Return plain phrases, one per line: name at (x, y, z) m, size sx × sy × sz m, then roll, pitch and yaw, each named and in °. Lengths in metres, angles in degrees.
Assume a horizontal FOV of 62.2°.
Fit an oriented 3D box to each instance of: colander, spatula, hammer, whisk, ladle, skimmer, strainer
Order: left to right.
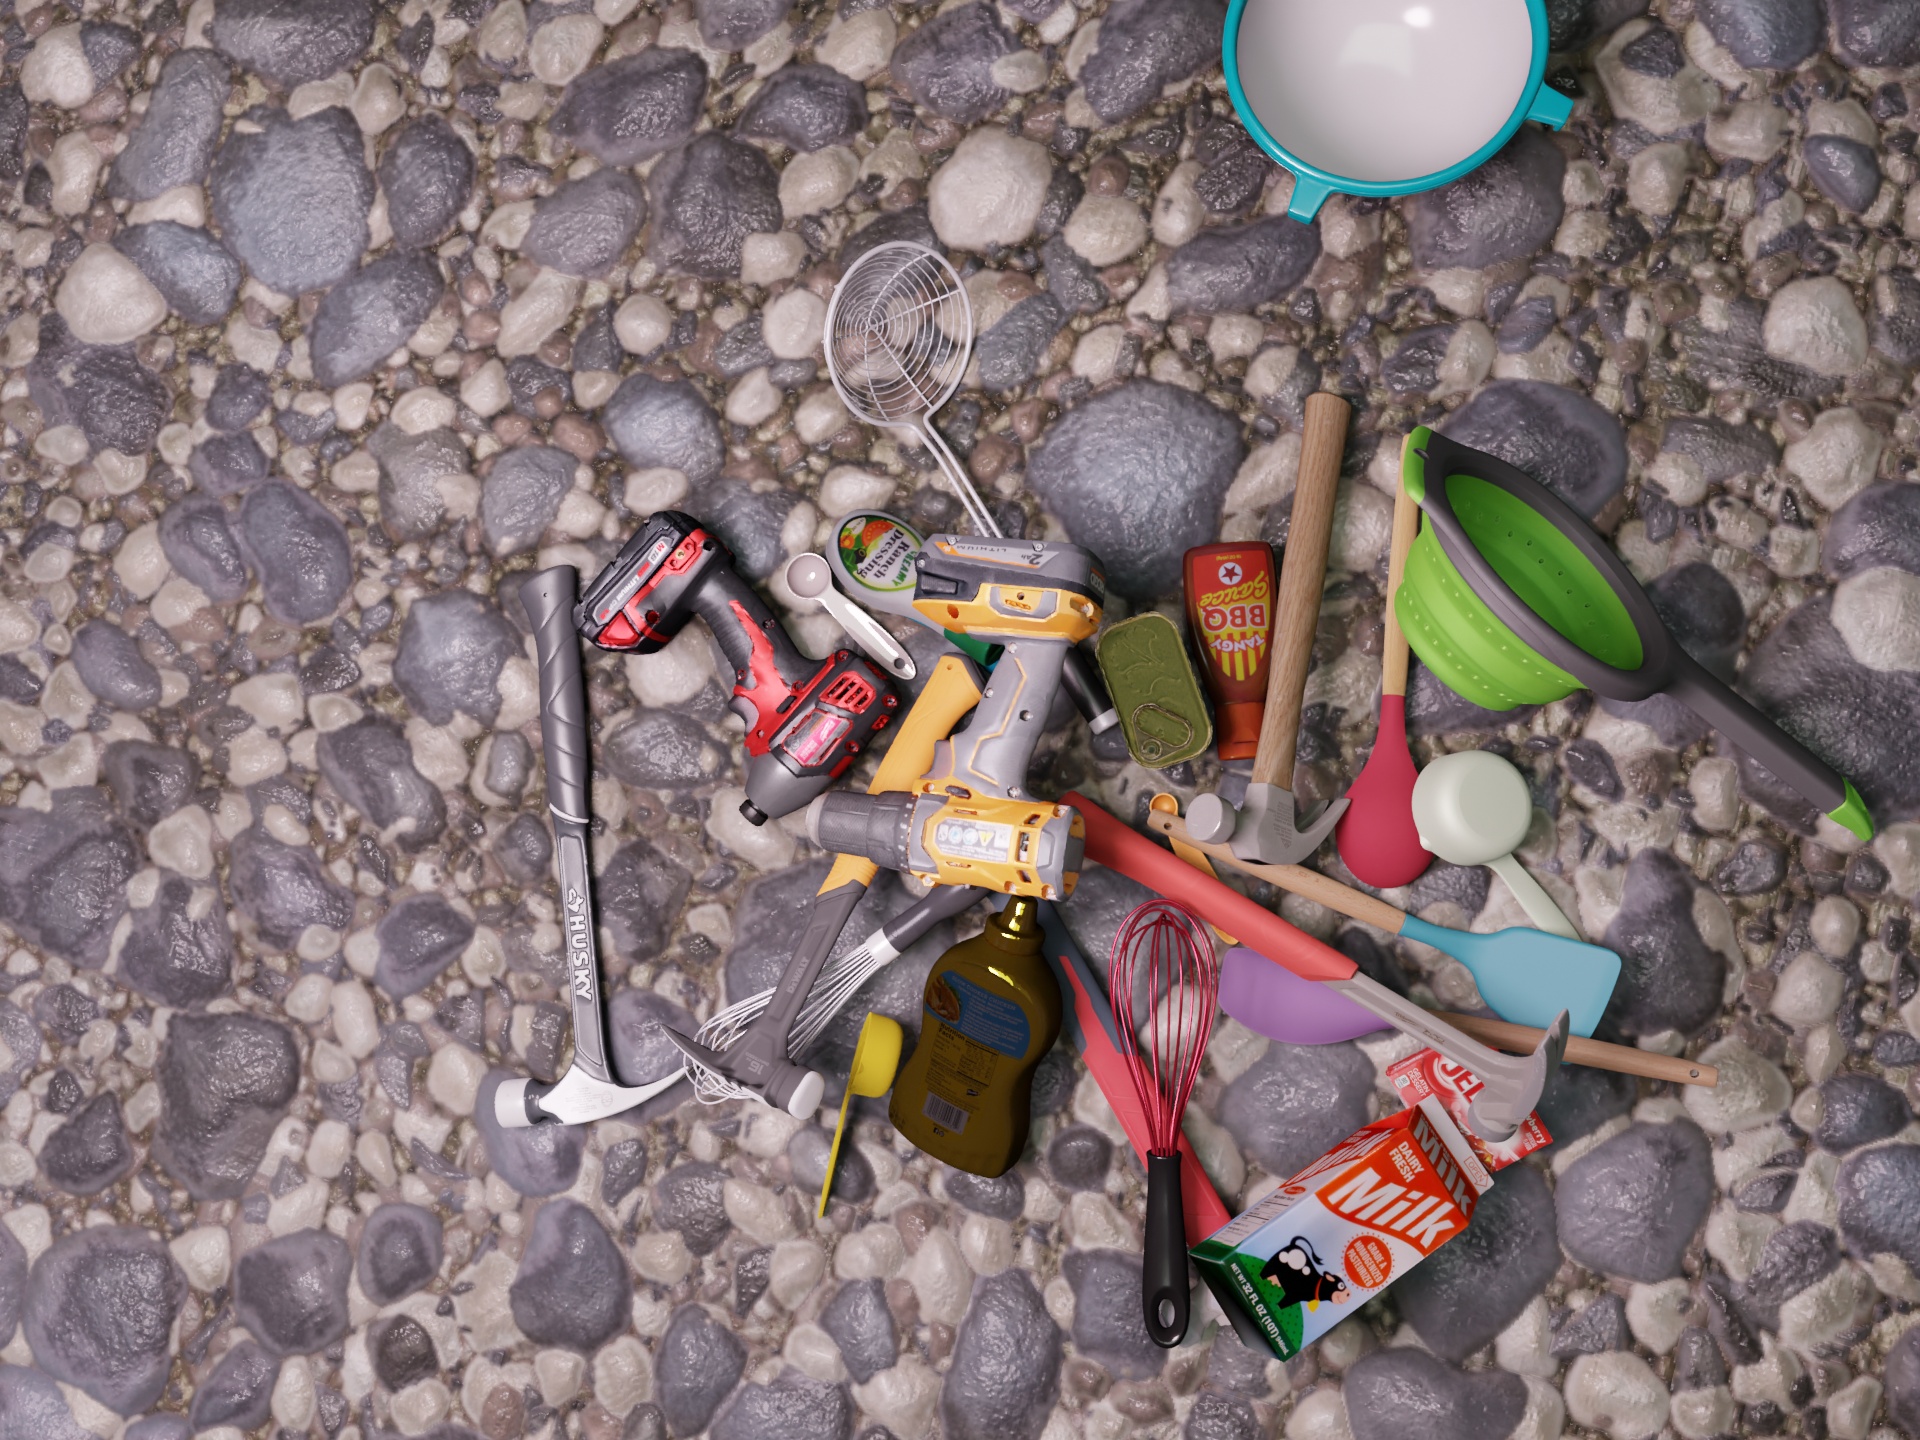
hammer at (-0.282, 0.088, 1.170) m, size 0.149 × 0.036 × 0.409 m, roll -7°, pitch 85°, yaw 7°
whisk at (-0.078, 0.176, 1.104) m, size 0.284 × 0.070 × 0.070 m, roll -38°, pitch 81°, yaw 10°
hammer at (-0.077, 0.098, 1.096) m, size 0.127 × 0.034 × 0.337 m, roll 18°, pitch 71°, yaw 33°
skimmer at (0.023, -0.159, 1.112) m, size 0.127 × 0.090 × 0.363 m, roll -28°, pitch 84°, yaw -29°
hammer at (0.117, 0.223, 1.096) m, size 0.143 × 0.038 × 0.386 m, roll -30°, pitch 82°, yaw 4°
whisk at (0.134, 0.265, 1.045) m, size 0.073 × 0.073 × 0.296 m, roll -1°, pitch 91°, yaw 9°
hammer at (0.210, 0.140, 1.029) m, size 0.359 × 0.149 × 0.037 m, roll 31°, pitch 61°, yaw 24°
hammer at (0.229, -0.064, 1.076) m, size 0.031 × 0.130 × 0.331 m, roll -3°, pitch 71°, yaw 49°
strainer at (0.263, -0.503, 1.099) m, size 0.211 × 0.095 × 0.340 m, roll -20°, pitch 81°, yaw 4°
spatula at (0.274, 0.128, 1.072) m, size 0.317 × 0.044 × 0.082 m, roll 23°, pitch 102°, yaw 8°
ladle at (0.301, -0.042, 1.094) m, size 0.069 × 0.031 × 0.315 m, roll 4°, pitch 85°, yaw 11°
spatula at (0.325, 0.203, 1.048) m, size 0.316 × 0.018 × 0.060 m, roll 7°, pitch 86°, yaw 22°
colander at (0.417, -0.026, 1.039) m, size 0.397 × 0.205 × 0.094 m, roll 36°, pitch 127°, yaw -6°

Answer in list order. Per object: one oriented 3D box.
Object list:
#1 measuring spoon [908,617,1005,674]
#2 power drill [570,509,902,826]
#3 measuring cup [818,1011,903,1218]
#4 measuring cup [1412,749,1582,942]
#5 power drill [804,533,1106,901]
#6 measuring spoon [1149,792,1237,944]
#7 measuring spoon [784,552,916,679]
measuring spoon at (-0.008, -0.071, 1.144) m, size 0.128 × 0.021 × 0.042 m, roll 26°, pitch 90°, yaw 10°
power drill at (-0.164, -0.035, 1.142) m, size 0.220 × 0.078 × 0.143 m, roll 41°, pitch 93°, yaw 7°
measuring cup at (-0.071, 0.282, 1.121) m, size 0.029 × 0.062 × 0.156 m, roll 14°, pitch 100°, yaw -5°
measuring cup at (0.371, 0.092, 1.056) m, size 0.083 × 0.038 × 0.167 m, roll -37°, pitch 89°, yaw -20°
power drill at (-0.002, -0.003, 1.040) m, size 0.185 × 0.084 × 0.226 m, roll 6°, pitch 85°, yaw 19°
measuring spoon at (0.165, 0.104, 1.113) m, size 0.021 × 0.011 × 0.117 m, roll -28°, pitch 86°, yaw 1°
measuring spoon at (-0.078, -0.074, 1.163) m, size 0.124 × 0.018 × 0.034 m, roll 44°, pitch 91°, yaw 2°
